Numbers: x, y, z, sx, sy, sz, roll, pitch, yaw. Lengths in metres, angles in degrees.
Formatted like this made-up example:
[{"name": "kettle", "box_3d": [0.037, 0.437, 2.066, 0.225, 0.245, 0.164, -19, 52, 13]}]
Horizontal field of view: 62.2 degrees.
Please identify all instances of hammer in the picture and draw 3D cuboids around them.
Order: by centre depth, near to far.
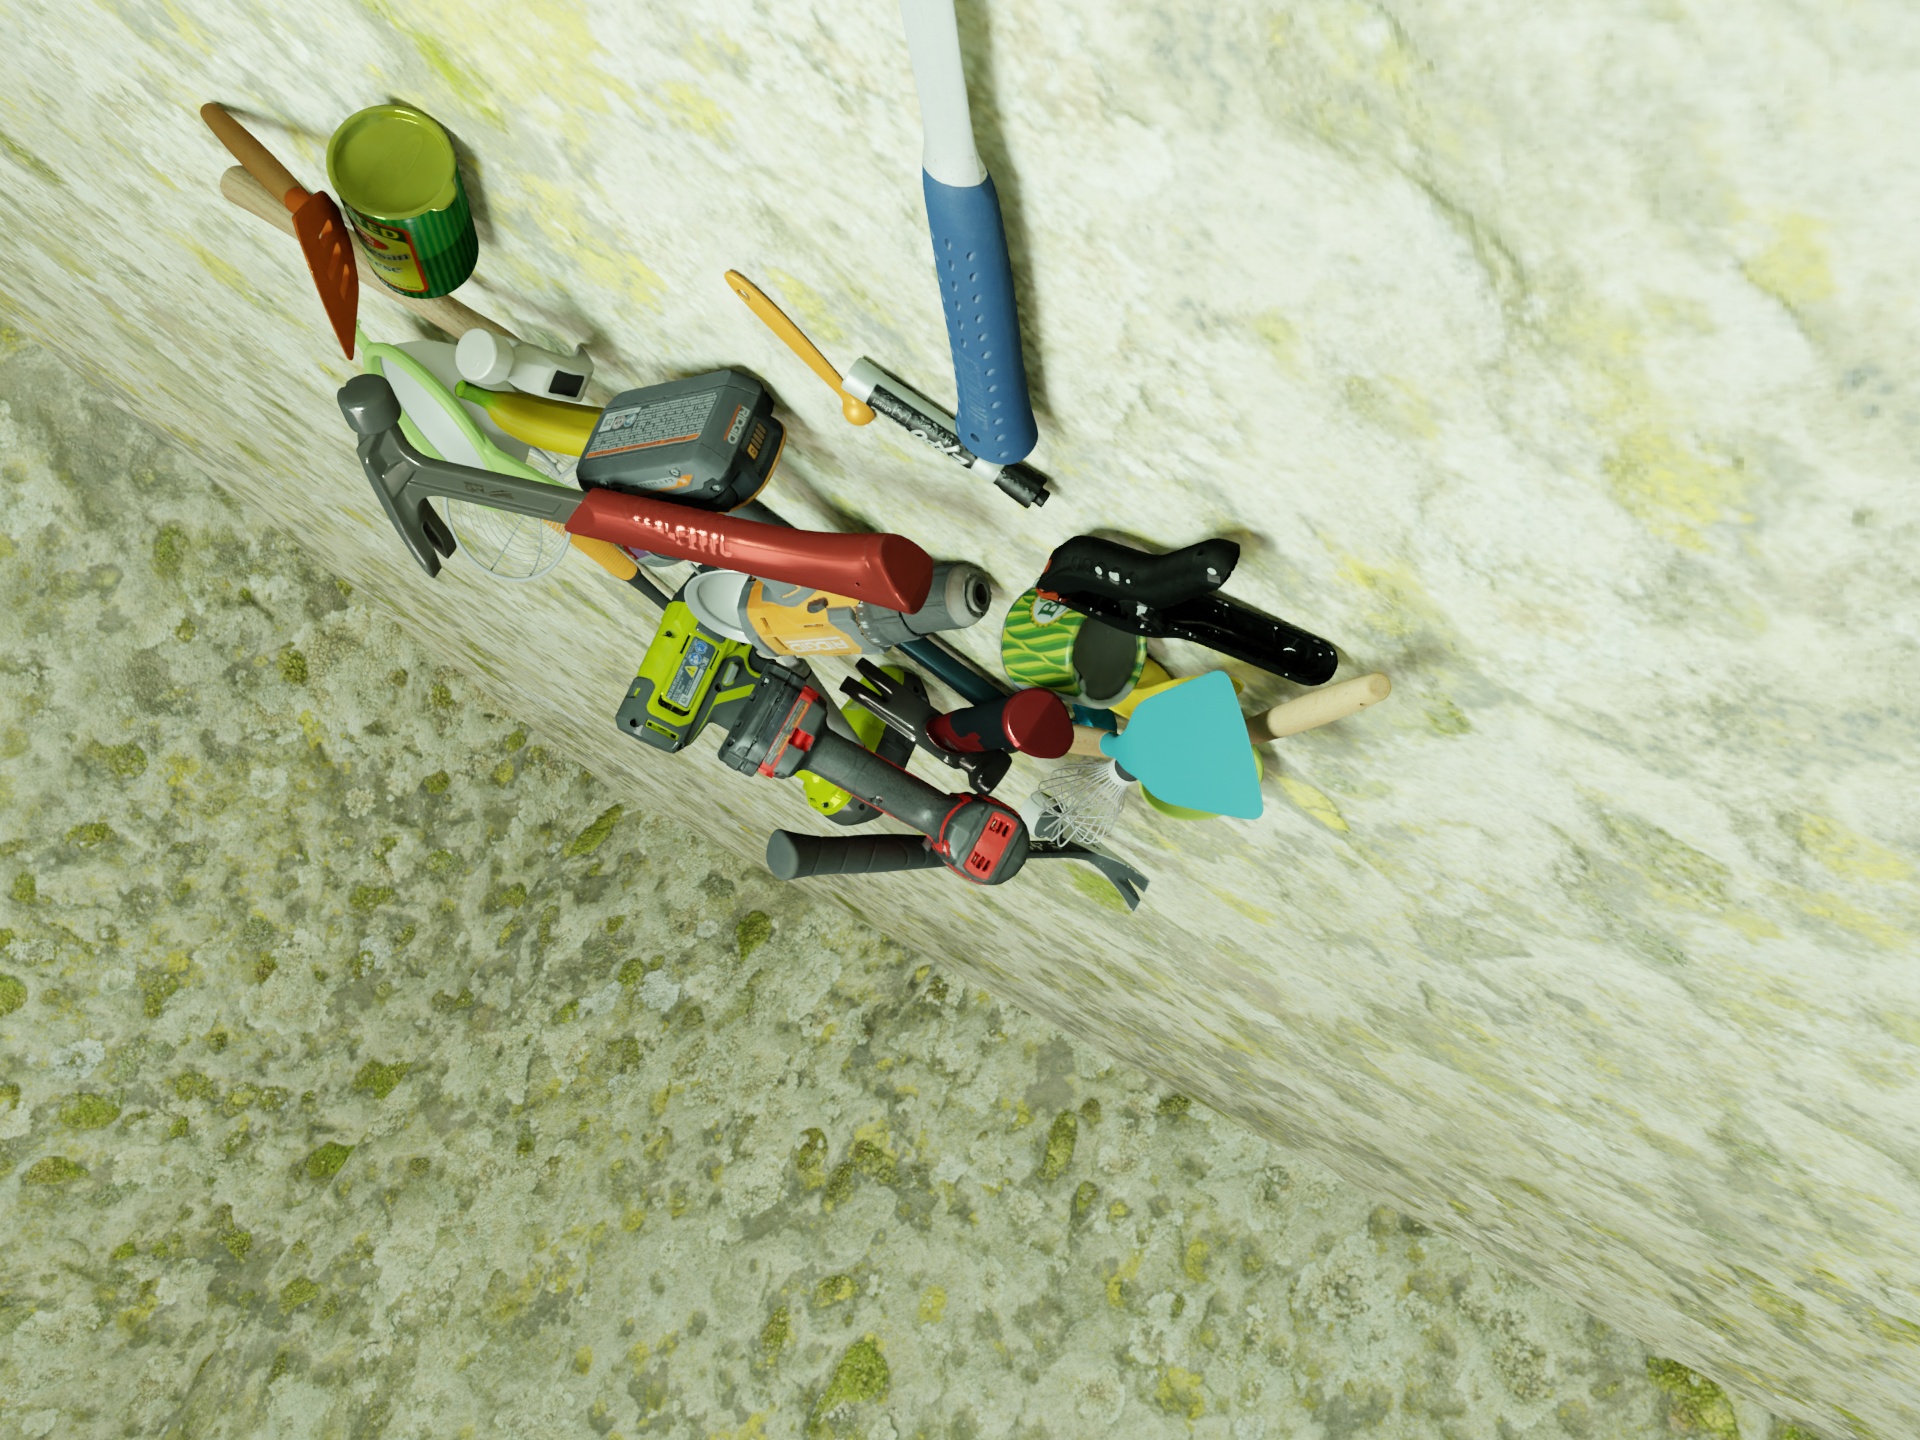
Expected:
[{"name": "hammer", "box_3d": [0.001, -0.203, 0.572, 0.144, 0.035, 0.405, 29, 166, 15]}, {"name": "hammer", "box_3d": [-0.186, -0.108, 0.919, 0.359, 0.037, 0.149, 14, 146, 17]}, {"name": "hammer", "box_3d": [-0.367, -0.287, 1.034, 0.331, 0.031, 0.130, 33, -166, 23]}, {"name": "hammer", "box_3d": [-0.002, -0.003, 1.049, 0.143, 0.038, 0.386, 36, 173, -5]}, {"name": "hammer", "box_3d": [-0.062, -0.075, 1.166, 0.330, 0.033, 0.128, 36, 167, -15]}, {"name": "hammer", "box_3d": [0.000, 0.105, 1.242, 0.149, 0.036, 0.408, 35, -162, 33]}, {"name": "hammer", "box_3d": [-0.329, -0.155, 1.474, 0.336, 0.034, 0.127, 41, 165, -33]}]

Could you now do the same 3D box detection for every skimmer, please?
[{"name": "skimmer", "box_3d": [-0.327, -0.184, 1.248, 0.363, 0.090, 0.127, -2, 111, 63]}]

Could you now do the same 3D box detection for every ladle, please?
[{"name": "ladle", "box_3d": [0.167, 0.015, 0.877, 0.078, 0.062, 0.320, 6, 172, -7]}]

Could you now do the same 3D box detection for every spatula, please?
[{"name": "spatula", "box_3d": [-0.400, -0.306, 0.921, 0.323, 0.041, 0.081, 42, 151, 40]}, {"name": "spatula", "box_3d": [0.096, 0.012, 0.985, 0.317, 0.044, 0.082, -170, 64, -77]}]

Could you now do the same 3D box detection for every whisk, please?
[{"name": "whisk", "box_3d": [0.110, 0.042, 1.159, 0.070, 0.070, 0.284, 33, 161, -2]}]

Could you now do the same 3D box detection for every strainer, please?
[{"name": "strainer", "box_3d": [-0.334, -0.214, 1.173, 0.256, 0.069, 0.151, 29, 154, 31]}, {"name": "strainer", "box_3d": [-0.126, -0.044, 1.189, 0.087, 0.050, 0.258, -7, 135, 28]}]

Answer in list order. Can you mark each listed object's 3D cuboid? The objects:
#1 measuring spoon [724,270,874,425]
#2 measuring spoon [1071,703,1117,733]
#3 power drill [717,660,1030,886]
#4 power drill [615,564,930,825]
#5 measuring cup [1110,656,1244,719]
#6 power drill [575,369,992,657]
[{"name": "measuring spoon", "box_3d": [-0.086, -0.195, 0.845, 0.021, 0.011, 0.116, 15, 158, 50]}, {"name": "measuring spoon", "box_3d": [0.093, 0.003, 1.142, 0.042, 0.021, 0.128, 61, 175, 0]}, {"name": "power drill", "box_3d": [-0.057, 0.044, 1.129, 0.219, 0.078, 0.143, 29, 178, -5]}, {"name": "power drill", "box_3d": [-0.143, -0.025, 1.278, 0.223, 0.171, 0.080, 29, 169, -26]}, {"name": "measuring cup", "box_3d": [0.126, -0.026, 0.943, 0.062, 0.029, 0.156, 37, 163, -19]}, {"name": "power drill", "box_3d": [-0.102, -0.115, 0.989, 0.185, 0.084, 0.226, -2, 148, 35]}]
